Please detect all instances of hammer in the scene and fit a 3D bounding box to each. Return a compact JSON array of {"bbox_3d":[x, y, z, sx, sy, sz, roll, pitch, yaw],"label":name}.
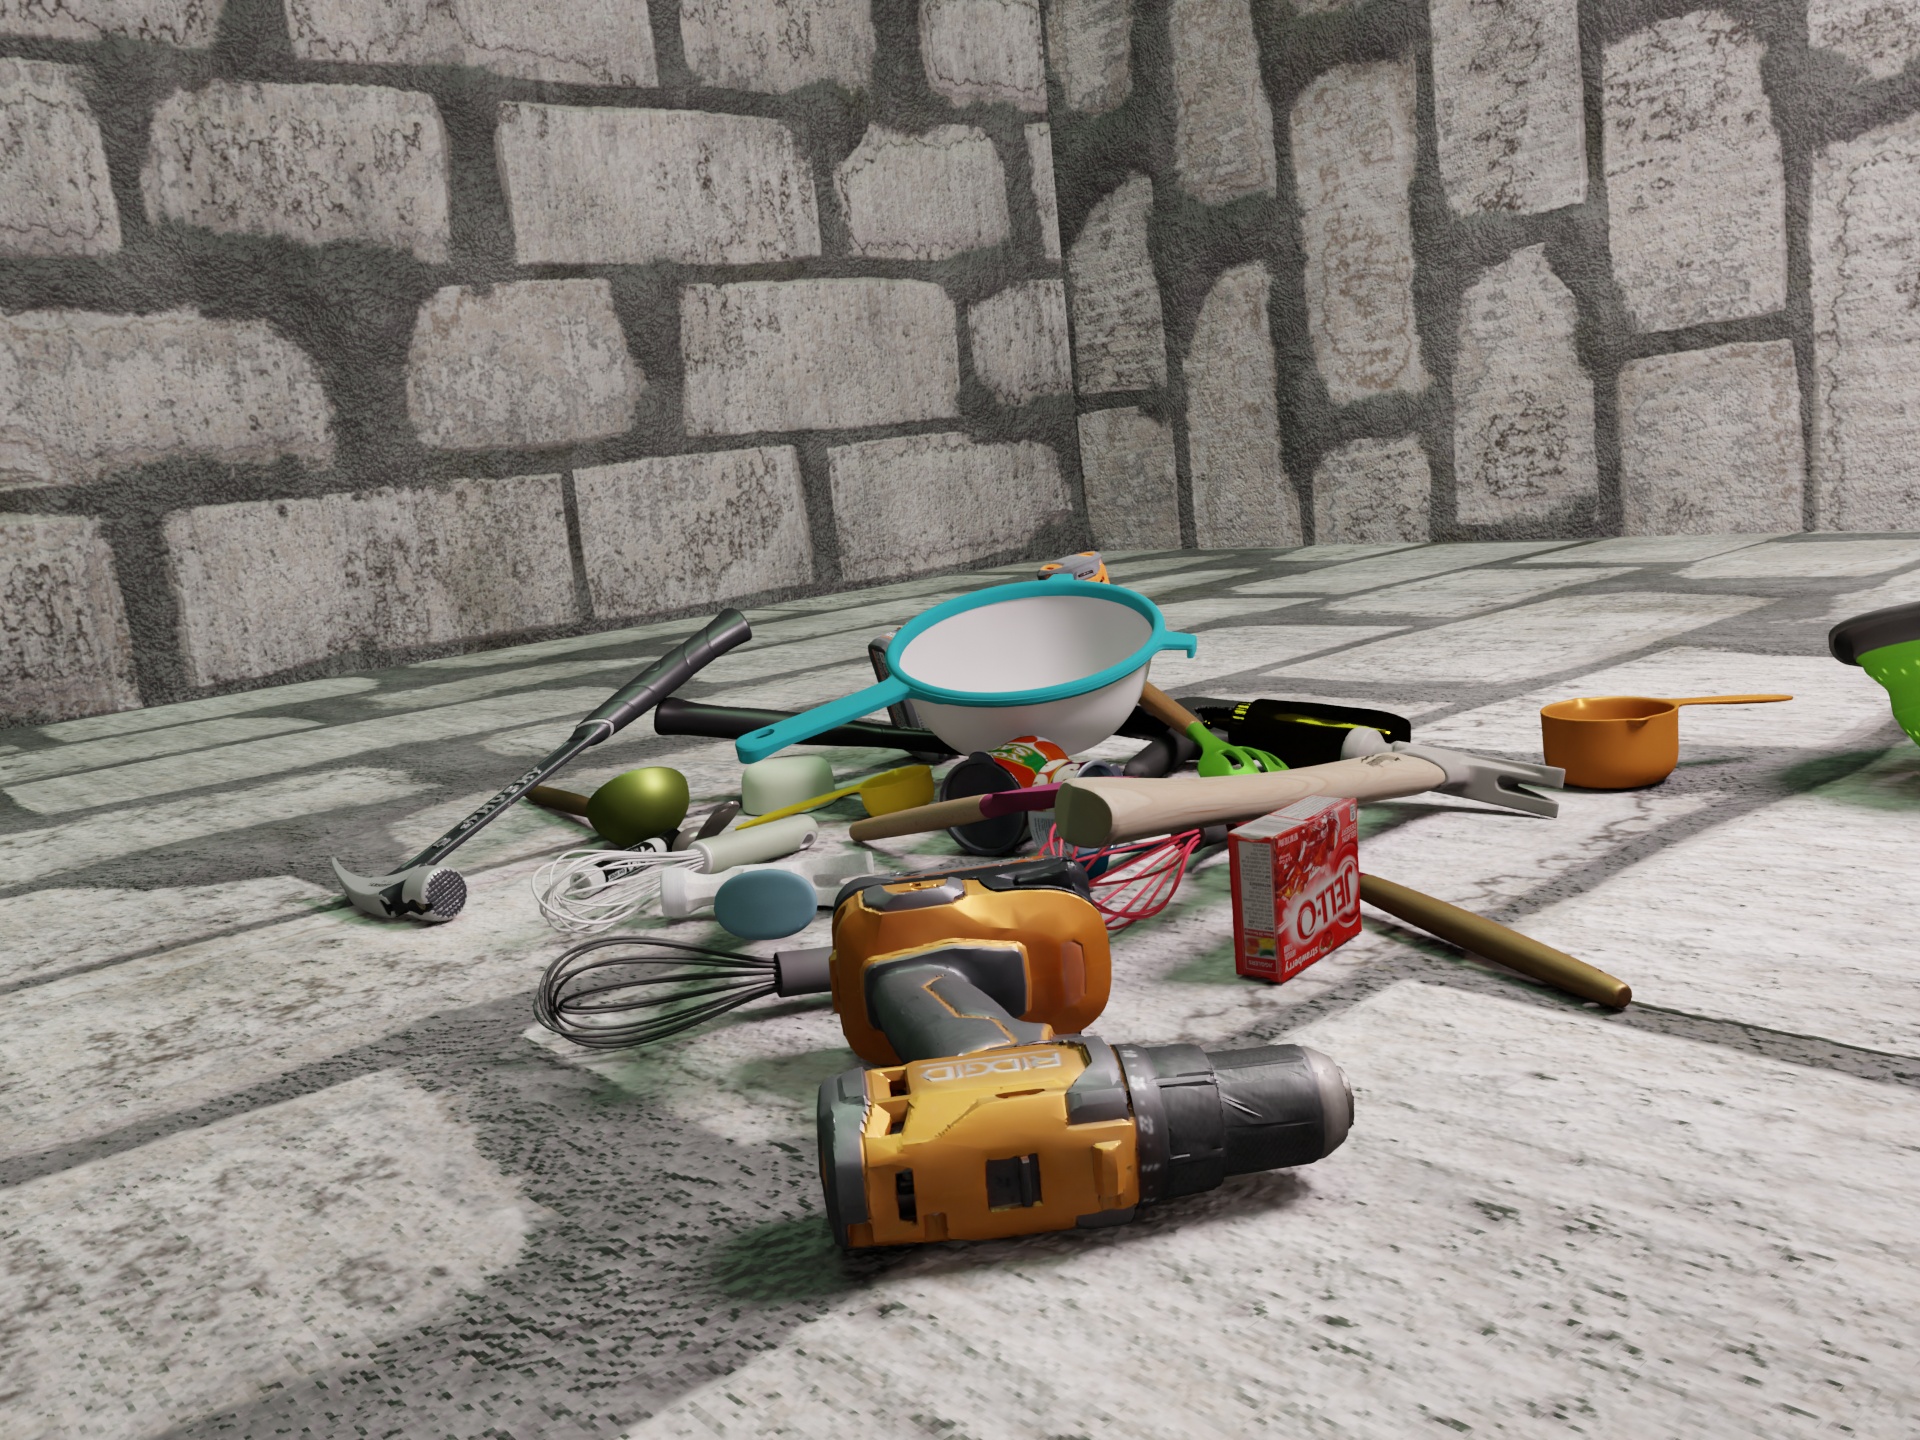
[{"bbox_3d":[-0.080,0.012,1.295,0.334,0.035,0.146,5,10,-5],"label":"hammer"},{"bbox_3d":[-0.294,0.020,1.202,0.149,0.036,0.409,-3,29,38],"label":"hammer"},{"bbox_3d":[-0.102,0.091,0.833,0.128,0.033,0.331,-4,-4,-7],"label":"hammer"},{"bbox_3d":[0.201,0.041,0.906,0.146,0.038,0.410,12,10,40],"label":"hammer"}]

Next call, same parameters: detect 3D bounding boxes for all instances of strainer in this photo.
[{"bbox_3d":[-0.002,-0.004,1.186,0.340,0.095,0.211,-21,29,-21],"label":"strainer"}]

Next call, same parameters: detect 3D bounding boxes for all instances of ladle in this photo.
[{"bbox_3d":[0.228,0.093,0.827,0.069,0.031,0.316,20,2,-23],"label":"ladle"},{"bbox_3d":[-0.304,0.059,1.288,0.078,0.062,0.320,-9,7,-31],"label":"ladle"}]

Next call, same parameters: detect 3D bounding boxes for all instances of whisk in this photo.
[{"bbox_3d":[-0.090,0.126,0.792,0.239,0.055,0.055,-4,9,-16],"label":"whisk"},{"bbox_3d":[-0.178,0.092,1.041,0.059,0.057,0.246,39,27,25],"label":"whisk"},{"bbox_3d":[0.128,0.071,0.951,0.073,0.073,0.295,0,5,31],"label":"whisk"}]

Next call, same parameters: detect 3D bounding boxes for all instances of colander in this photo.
[{"bbox_3d":[0.673,-0.008,1.037,0.204,0.094,0.396,-3,-8,21],"label":"colander"}]

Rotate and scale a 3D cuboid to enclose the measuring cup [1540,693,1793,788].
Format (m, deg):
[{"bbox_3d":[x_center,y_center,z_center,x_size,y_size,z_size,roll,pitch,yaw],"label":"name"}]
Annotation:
[{"bbox_3d":[0.485,0.012,1.087,0.173,0.052,0.095,-5,9,-3],"label":"measuring cup"}]

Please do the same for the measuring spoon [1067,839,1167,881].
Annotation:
[{"bbox_3d":[0.096,0.090,0.986,0.042,0.021,0.128,-15,-7,37],"label":"measuring spoon"}]

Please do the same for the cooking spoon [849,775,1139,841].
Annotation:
[{"bbox_3d":[0.005,0.057,1.002,0.068,0.017,0.319,-8,-4,-31],"label":"cooking spoon"}]

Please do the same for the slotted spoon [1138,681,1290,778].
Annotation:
[{"bbox_3d":[0.166,-0.001,1.220,0.070,0.031,0.314,-3,20,-18],"label":"slotted spoon"}]

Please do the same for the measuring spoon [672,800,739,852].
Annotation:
[{"bbox_3d":[-0.174,0.070,1.095,0.034,0.018,0.124,-15,-13,-27],"label":"measuring spoon"}]

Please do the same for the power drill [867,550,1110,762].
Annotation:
[{"bbox_3d":[0.047,-0.041,1.434,0.226,0.164,0.084,-22,14,-15],"label":"power drill"}]

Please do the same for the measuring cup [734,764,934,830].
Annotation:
[{"bbox_3d":[-0.094,0.070,1.209,0.156,0.029,0.062,-17,9,3],"label":"measuring cup"}]

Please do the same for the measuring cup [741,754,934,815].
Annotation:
[{"bbox_3d":[-0.100,0.041,1.302,0.167,0.038,0.083,-13,11,-24],"label":"measuring cup"}]

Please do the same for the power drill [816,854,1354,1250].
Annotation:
[{"bbox_3d":[0.035,0.123,0.627,0.185,0.084,0.226,-6,14,-5],"label":"power drill"}]
